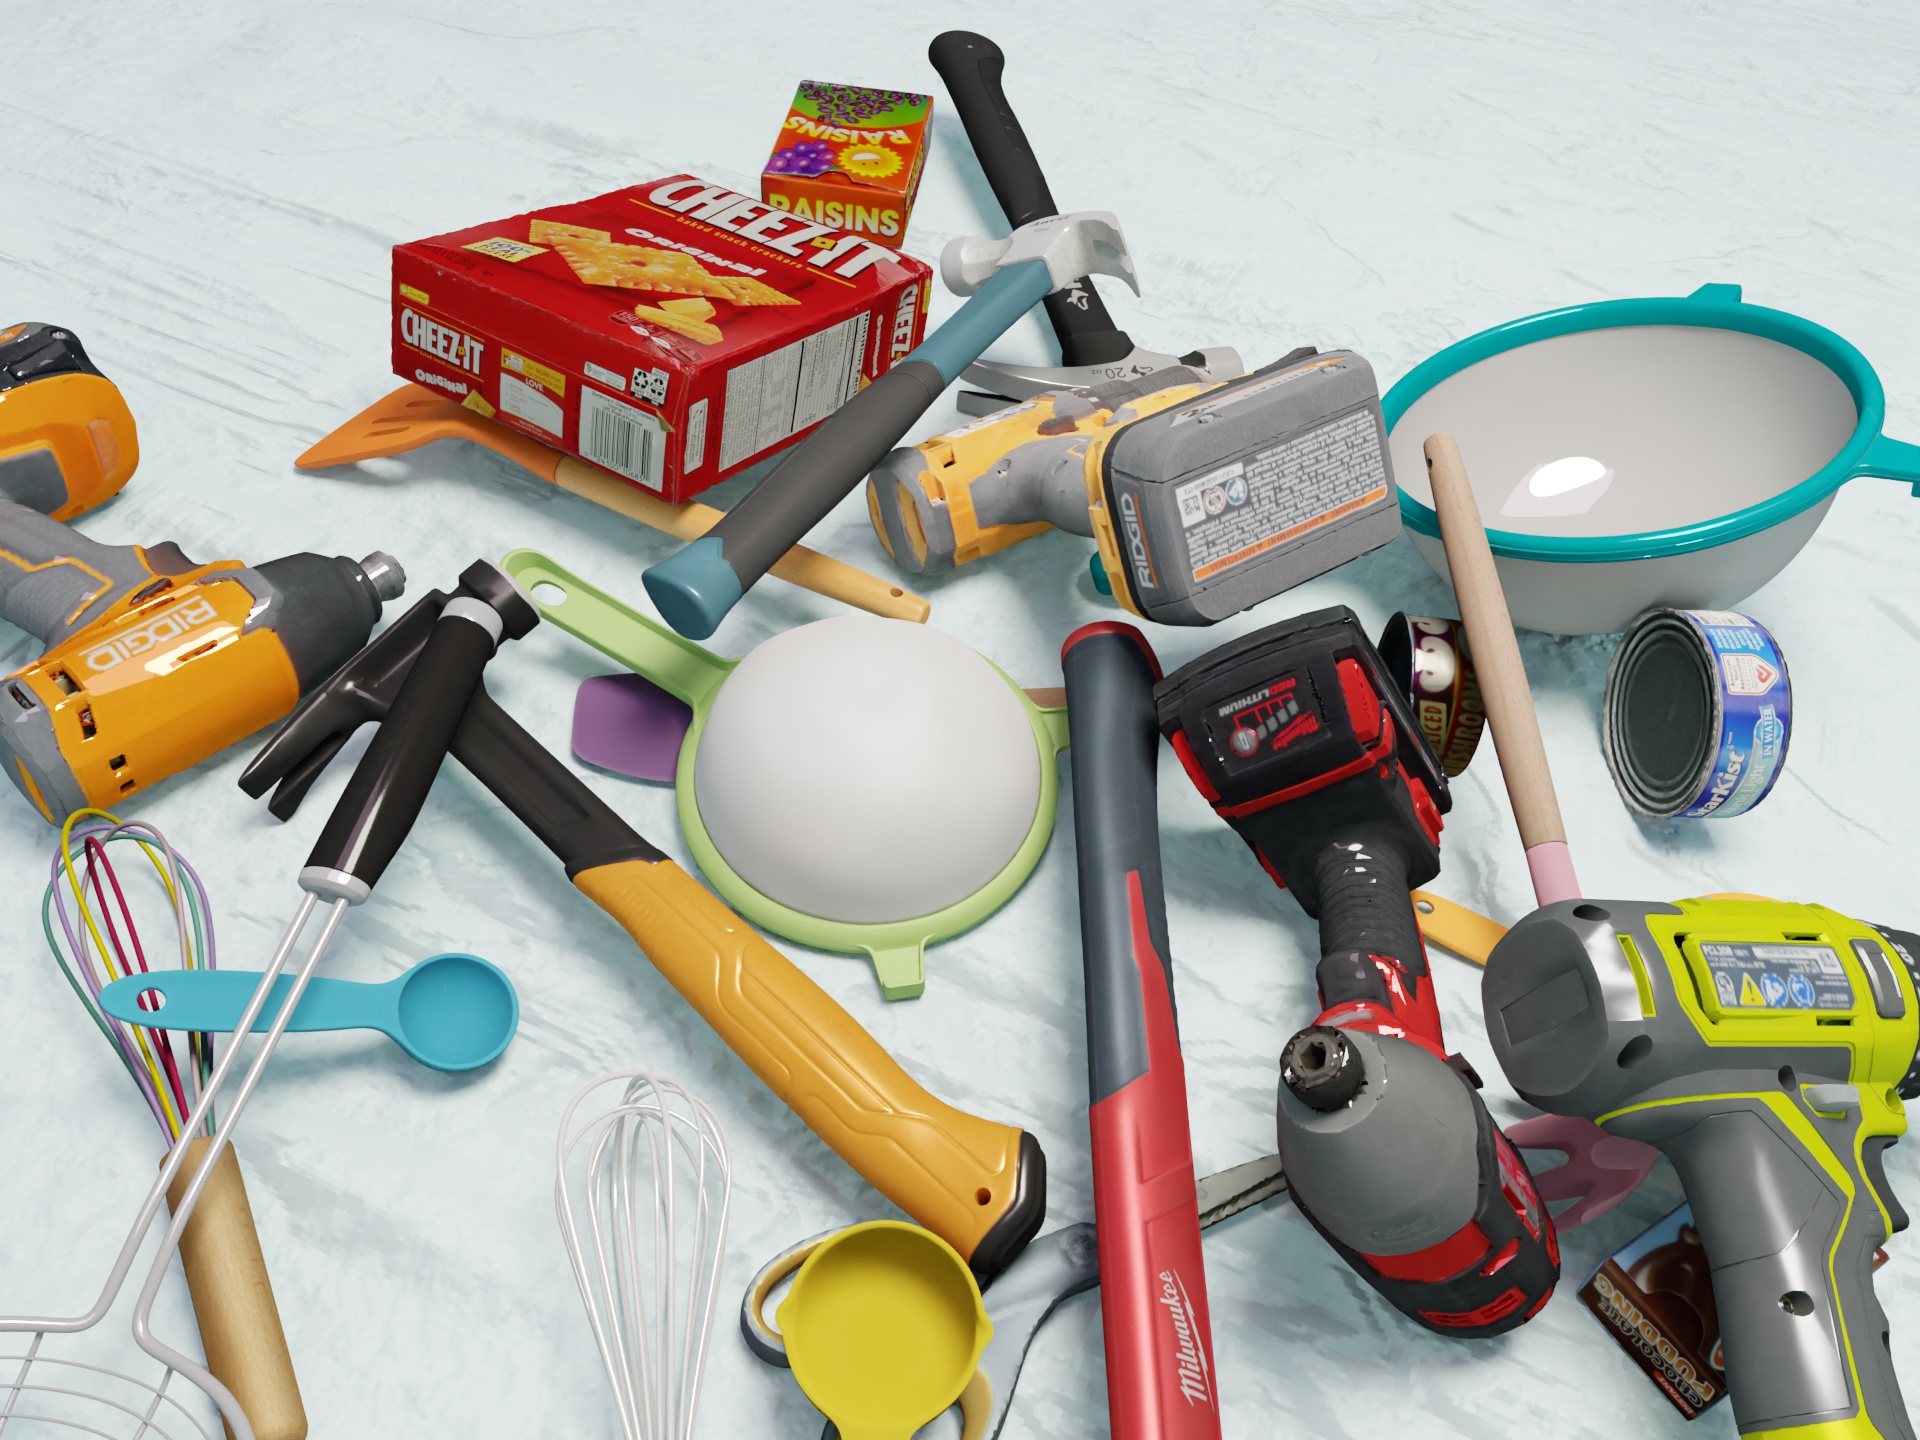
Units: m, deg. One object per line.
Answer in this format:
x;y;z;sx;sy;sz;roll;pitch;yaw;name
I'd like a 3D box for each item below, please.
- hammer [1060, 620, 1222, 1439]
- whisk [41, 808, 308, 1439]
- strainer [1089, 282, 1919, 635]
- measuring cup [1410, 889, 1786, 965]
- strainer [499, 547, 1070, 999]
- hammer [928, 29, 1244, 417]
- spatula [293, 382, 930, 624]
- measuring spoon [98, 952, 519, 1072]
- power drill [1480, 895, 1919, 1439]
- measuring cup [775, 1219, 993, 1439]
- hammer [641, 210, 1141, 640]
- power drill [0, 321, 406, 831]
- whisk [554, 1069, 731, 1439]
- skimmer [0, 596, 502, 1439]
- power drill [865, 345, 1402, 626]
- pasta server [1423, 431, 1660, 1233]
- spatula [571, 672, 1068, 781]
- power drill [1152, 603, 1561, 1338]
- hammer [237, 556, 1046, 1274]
0.044;0.109;0.492;0.143;0.038;0.387;27;42;-28;hammer
-0.253;0.121;0.509;0.051;0.047;0.245;-19;55;-23;whisk
0.233;-0.085;0.727;0.340;0.095;0.211;-16;36;7;strainer
0.245;0.087;0.578;0.174;0.052;0.095;24;49;14;measuring cup
-0.079;-0.018;0.616;0.256;0.069;0.151;29;59;14;strainer
0.035;-0.288;0.901;0.146;0.035;0.335;-9;55;-13;hammer
-0.158;-0.098;0.722;0.323;0.041;0.081;23;48;16;spatula
-0.213;0.097;0.527;0.128;0.021;0.042;7;55;-24;measuring spoon
0.263;0.159;0.453;0.190;0.080;0.229;5;59;-21;power drill
-0.025;0.219;0.435;0.062;0.029;0.157;5;61;-1;measuring cup
-0.026;-0.139;0.684;0.128;0.033;0.331;0;38;38;hammer
-0.350;-0.071;0.655;0.227;0.084;0.164;39;54;23;power drill
-0.083;0.209;0.440;0.059;0.057;0.247;17;44;-32;whisk
-0.211;0.086;0.460;0.127;0.090;0.364;16;54;-1;skimmer
0.085;-0.110;0.681;0.185;0.084;0.226;-25;21;-24;power drill
0.201;0.022;0.582;0.040;0.060;0.316;1;61;-9;pasta server
-0.001;-0.002;0.663;0.316;0.018;0.060;-2;51;-6;spatula
0.128;0.074;0.522;0.078;0.143;0.220;-24;42;21;power drill
-0.108;0.071;0.549;0.337;0.034;0.127;37;72;25;hammer
